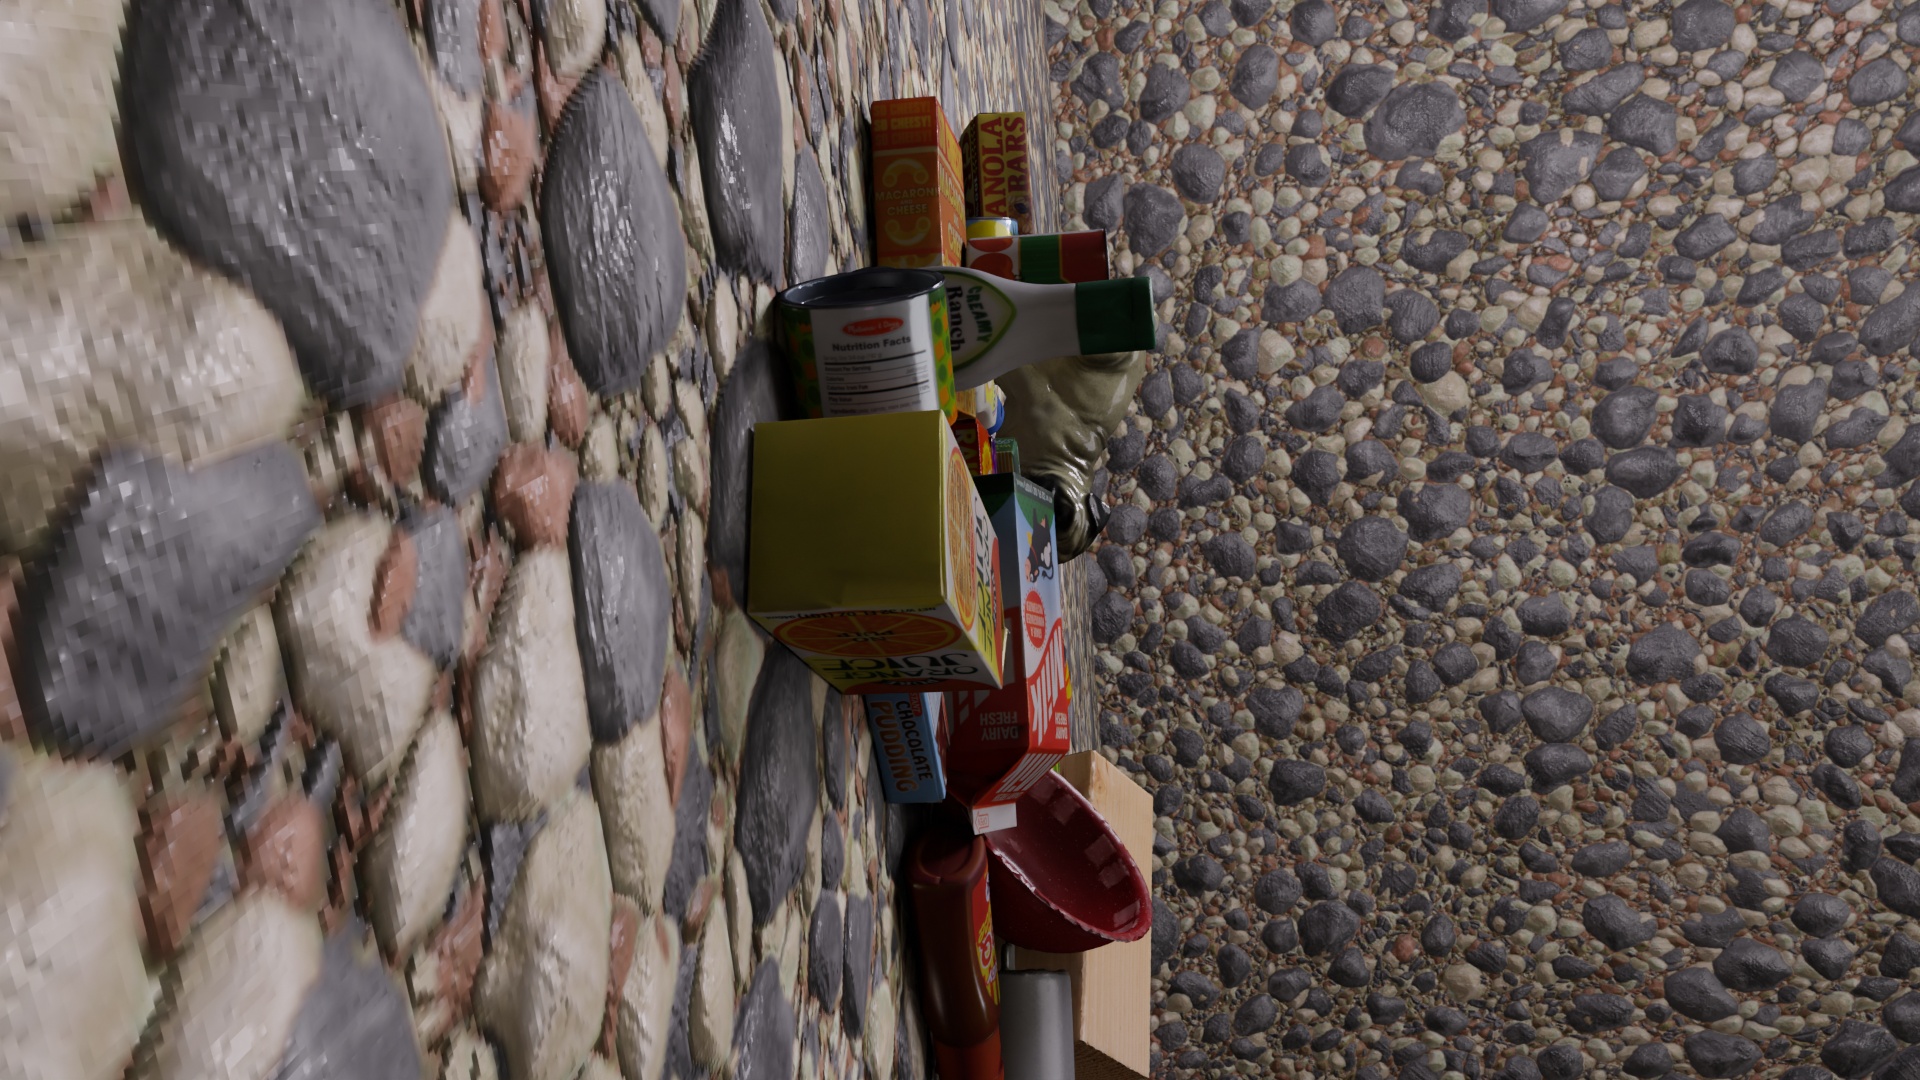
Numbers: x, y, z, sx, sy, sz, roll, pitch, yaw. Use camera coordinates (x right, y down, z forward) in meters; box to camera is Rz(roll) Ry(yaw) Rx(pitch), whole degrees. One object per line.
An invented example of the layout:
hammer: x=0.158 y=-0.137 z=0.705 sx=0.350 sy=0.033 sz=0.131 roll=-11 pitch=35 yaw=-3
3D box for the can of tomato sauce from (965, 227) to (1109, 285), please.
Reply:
can of tomato sauce: x=0.047 y=-0.149 z=0.831 sx=0.071 sy=0.083 sz=0.071 roll=-7 pitch=94 yaw=-85

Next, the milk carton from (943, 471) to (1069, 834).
milk carton: x=0.014 y=0.064 z=0.769 sx=0.072 sy=0.073 sz=0.191 roll=21 pitch=64 yaw=-67

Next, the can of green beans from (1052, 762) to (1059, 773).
can of green beans: x=0.038 y=0.148 z=0.987 sx=0.071 sy=0.071 sz=0.058 roll=75 pitch=13 yaw=-56

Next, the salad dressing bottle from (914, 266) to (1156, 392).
salad dressing bottle: x=0.023 y=-0.108 z=0.696 sx=0.044 sy=0.148 sz=0.064 roll=47 pitch=40 yaw=-78

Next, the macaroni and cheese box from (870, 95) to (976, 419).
macaroni and cheese box: x=-0.020 y=-0.155 z=0.799 sx=0.124 sy=0.040 sz=0.166 roll=-11 pitch=98 yaw=-83

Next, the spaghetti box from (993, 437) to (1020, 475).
spaghetti box: x=0.028 y=0.046 z=1.019 sx=0.029 sy=0.050 sz=0.249 roll=-72 pitch=157 yaw=-65

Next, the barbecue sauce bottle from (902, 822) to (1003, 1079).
barbecue sauce bottle: x=-0.001 y=0.231 z=0.747 sx=0.065 sy=0.044 sz=0.148 roll=-75 pitch=160 yaw=-69

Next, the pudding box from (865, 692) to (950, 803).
pudding box: x=-0.025 y=0.085 z=0.689 sx=0.050 sy=0.030 sz=0.083 roll=-84 pitch=168 yaw=-55

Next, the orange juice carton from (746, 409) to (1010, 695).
orange juice carton: x=-0.025 y=0.017 z=0.570 sx=0.192 sy=0.072 sz=0.073 roll=63 pitch=25 yaw=-70

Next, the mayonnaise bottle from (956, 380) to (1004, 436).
mayonnaise bottle: x=0.004 y=-0.103 z=0.943 sx=0.148 sy=0.041 sz=0.065 roll=46 pitch=37 yaw=-77

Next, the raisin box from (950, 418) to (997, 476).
raisin box: x=0.003 y=-0.011 z=0.909 sx=0.086 sy=0.040 sz=0.123 roll=32 pitch=54 yaw=-79

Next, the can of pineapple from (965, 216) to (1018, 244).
can of pineapple: x=0.008 y=-0.179 z=0.909 sx=0.071 sy=0.071 sz=0.057 roll=-39 pitch=126 yaw=-81

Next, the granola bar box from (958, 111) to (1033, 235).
granola bar box: x=0.021 y=-0.210 z=1.006 sx=0.124 sy=0.039 sz=0.165 roll=176 pitch=-89 yaw=-79

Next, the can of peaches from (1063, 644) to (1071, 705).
can of peaches: x=0.057 y=0.115 z=1.141 sx=0.057 sy=0.071 sz=0.071 roll=78 pitch=11 yaw=-50

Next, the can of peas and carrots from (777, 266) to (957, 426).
can of peas and carrots: x=-0.036 y=-0.074 z=0.556 sx=0.071 sy=0.071 sz=0.058 roll=-75 pitch=160 yaw=-67

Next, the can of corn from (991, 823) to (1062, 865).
can of corn: x=0.036 y=0.211 z=0.925 sx=0.071 sy=0.071 sz=0.058 roll=-70 pitch=156 yaw=-71
